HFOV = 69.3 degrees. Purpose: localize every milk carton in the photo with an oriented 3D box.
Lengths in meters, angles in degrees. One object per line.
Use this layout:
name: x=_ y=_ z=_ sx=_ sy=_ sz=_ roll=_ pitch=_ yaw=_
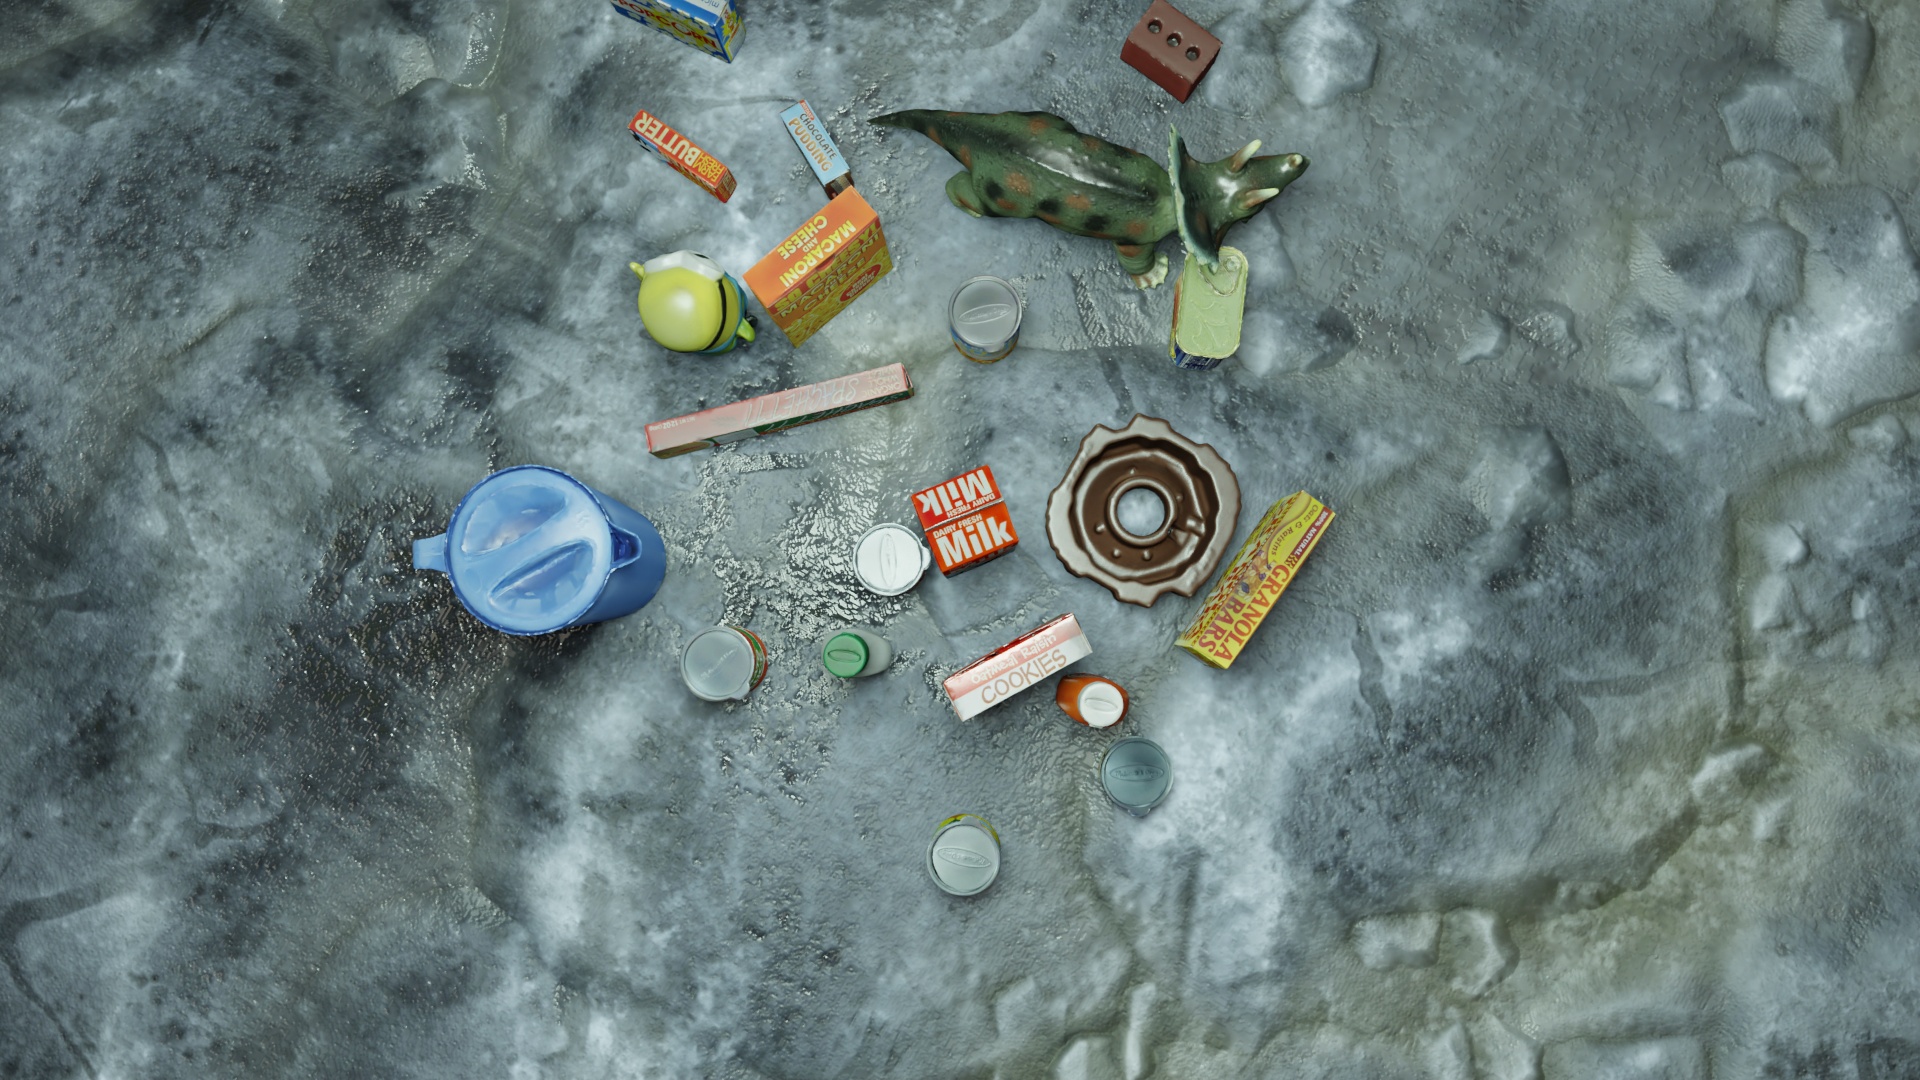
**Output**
milk carton: x=0.004 y=-0.015 z=1.212 sx=0.072 sy=0.190 sz=0.073 roll=-22 pitch=86 yaw=0

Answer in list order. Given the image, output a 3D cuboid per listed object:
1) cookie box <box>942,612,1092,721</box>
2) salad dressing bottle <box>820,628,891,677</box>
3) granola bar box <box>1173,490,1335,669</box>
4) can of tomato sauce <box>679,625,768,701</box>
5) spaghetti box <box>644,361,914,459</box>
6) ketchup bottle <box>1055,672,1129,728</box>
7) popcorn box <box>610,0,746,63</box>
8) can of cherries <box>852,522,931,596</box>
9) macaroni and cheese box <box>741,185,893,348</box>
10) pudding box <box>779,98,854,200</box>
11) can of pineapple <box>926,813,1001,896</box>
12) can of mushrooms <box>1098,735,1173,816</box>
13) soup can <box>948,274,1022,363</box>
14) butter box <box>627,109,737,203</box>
cookie box: x=0.048 y=0.108 z=1.214 sx=0.123 sy=0.167 sz=0.040 roll=-29 pitch=86 yaw=-1
salad dressing bottle: x=-0.095 y=0.100 z=1.227 sx=0.064 sy=0.147 sz=0.044 roll=8 pitch=87 yaw=2
granola bar box: x=0.260 y=0.037 z=1.237 sx=0.039 sy=0.124 sz=0.165 roll=35 pitch=87 yaw=3
can of tomato sauce: x=-0.211 y=0.112 z=1.261 sx=0.071 sy=0.083 sz=0.071 roll=0 pitch=86 yaw=1
spaghetti box: x=-0.167 y=-0.120 z=1.294 sx=0.250 sy=0.050 sz=0.028 roll=-14 pitch=86 yaw=0
ketchup bottle: x=0.118 y=0.141 z=1.219 sx=0.065 sy=0.148 sz=0.043 roll=12 pitch=87 yaw=2
popcorn box: x=-0.271 y=-0.505 z=1.306 sx=0.127 sy=0.085 sz=0.038 roll=25 pitch=87 yaw=3
can of cherries: x=-0.061 y=0.019 z=1.277 sx=0.071 sy=0.058 sz=0.071 roll=0 pitch=86 yaw=1
macaroni and cheese box: x=-0.123 y=-0.240 z=1.243 sx=0.124 sy=0.166 sz=0.040 roll=-40 pitch=86 yaw=-1
pudding box: x=-0.134 y=-0.369 z=1.311 sx=0.030 sy=0.049 sz=0.084 roll=-32 pitch=86 yaw=-1
can of pineapple: x=0.005 y=0.282 z=1.257 sx=0.071 sy=0.058 sz=0.071 roll=0 pitch=86 yaw=1
can of mushrooms: x=0.160 y=0.215 z=1.271 sx=0.071 sy=0.033 sz=0.071 roll=0 pitch=86 yaw=1
soup can: x=0.023 y=-0.199 z=1.279 sx=0.071 sy=0.083 sz=0.071 roll=0 pitch=86 yaw=1
butter box: x=-0.261 y=-0.362 z=1.312 sx=0.103 sy=0.053 sz=0.024 roll=35 pitch=88 yaw=3
